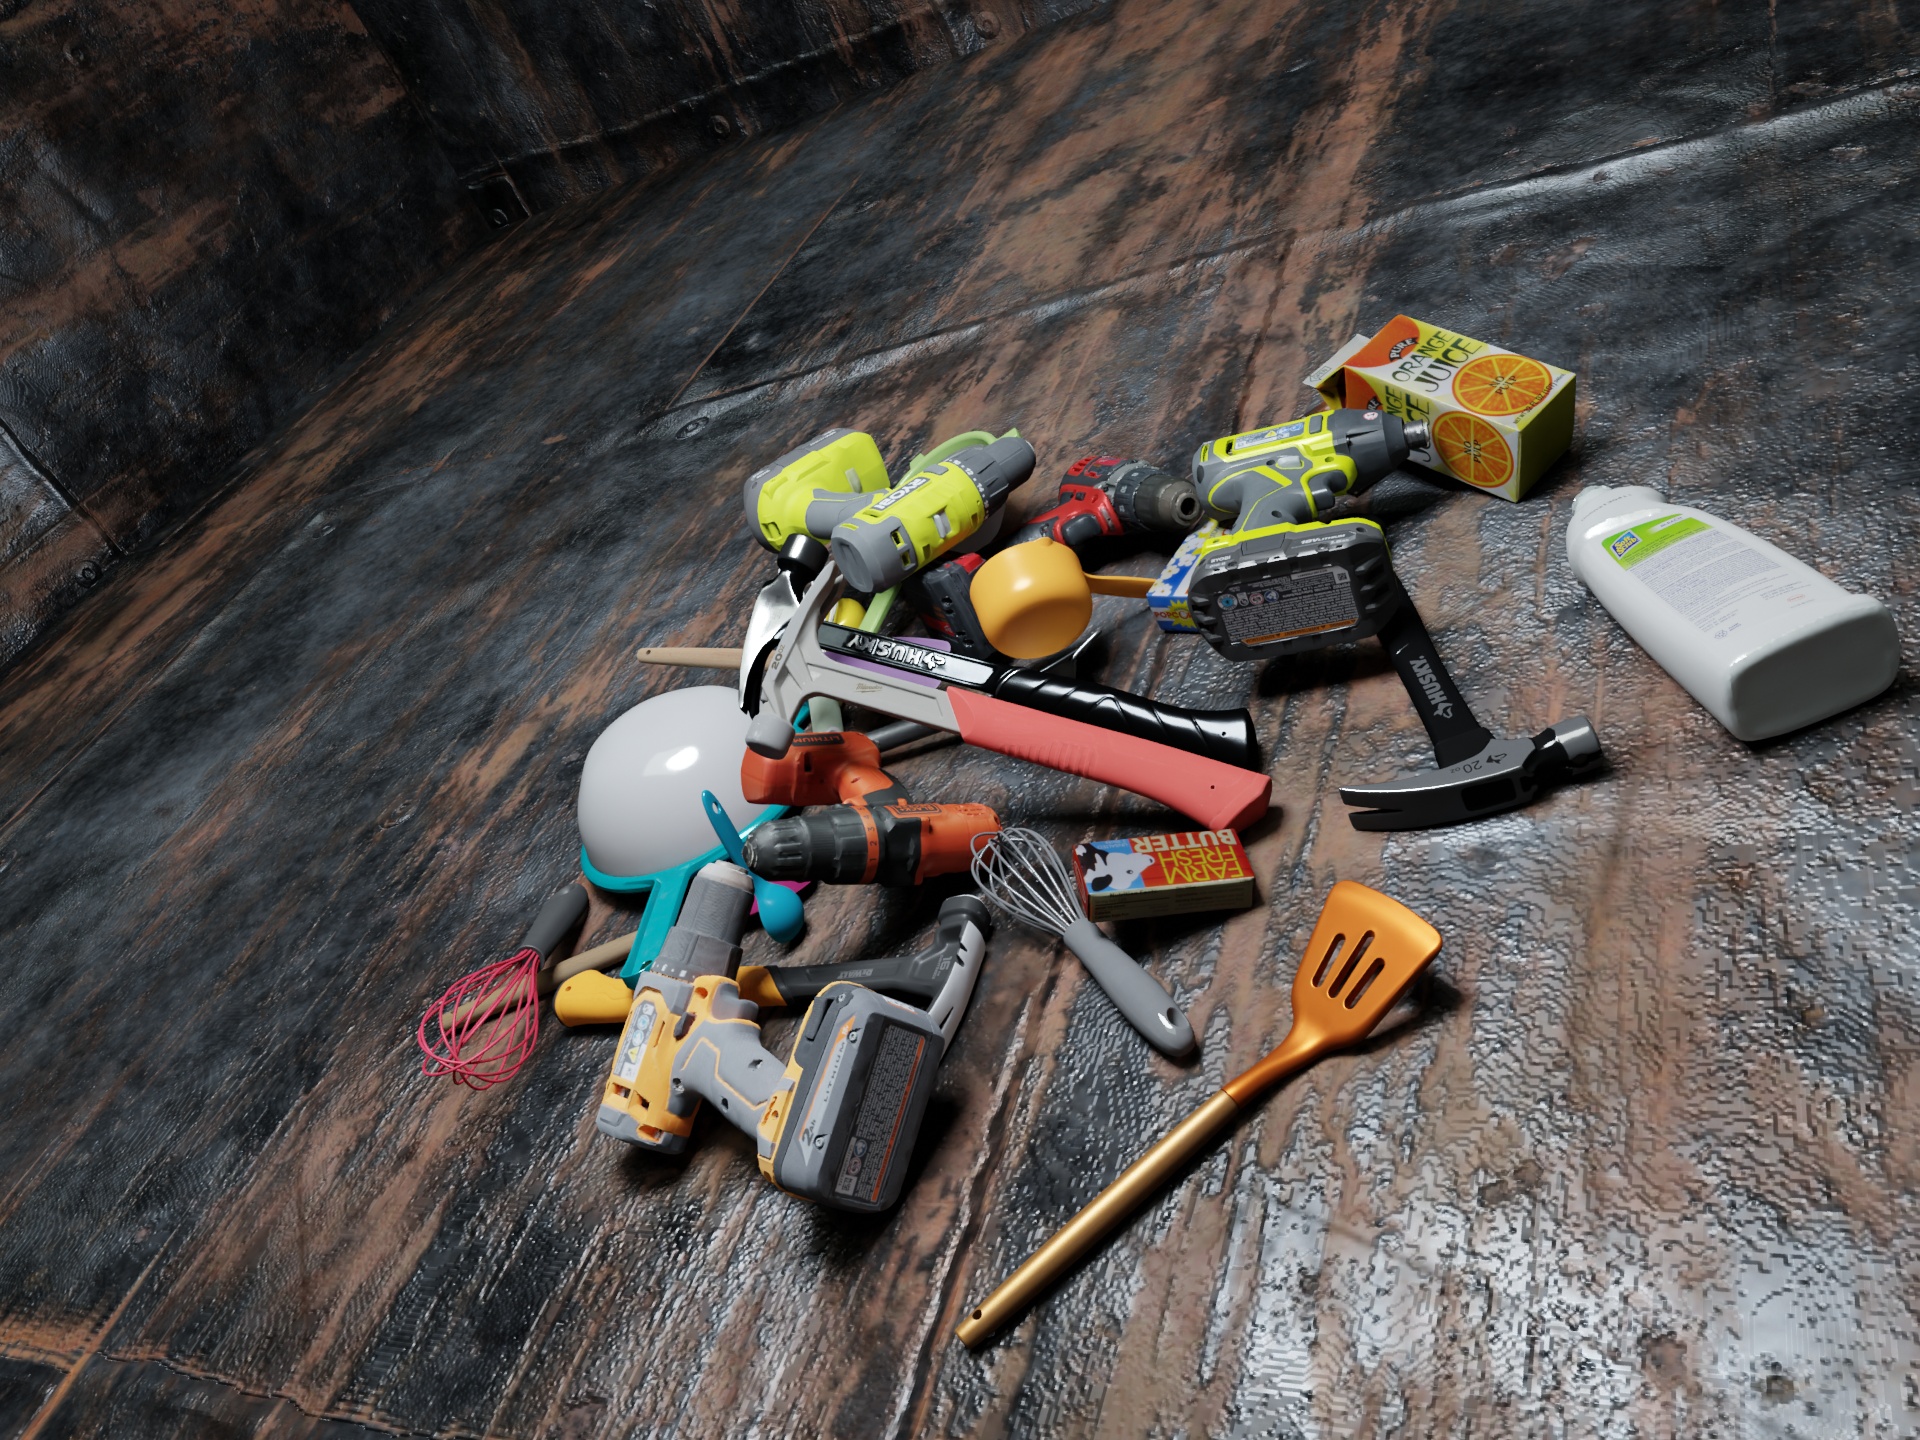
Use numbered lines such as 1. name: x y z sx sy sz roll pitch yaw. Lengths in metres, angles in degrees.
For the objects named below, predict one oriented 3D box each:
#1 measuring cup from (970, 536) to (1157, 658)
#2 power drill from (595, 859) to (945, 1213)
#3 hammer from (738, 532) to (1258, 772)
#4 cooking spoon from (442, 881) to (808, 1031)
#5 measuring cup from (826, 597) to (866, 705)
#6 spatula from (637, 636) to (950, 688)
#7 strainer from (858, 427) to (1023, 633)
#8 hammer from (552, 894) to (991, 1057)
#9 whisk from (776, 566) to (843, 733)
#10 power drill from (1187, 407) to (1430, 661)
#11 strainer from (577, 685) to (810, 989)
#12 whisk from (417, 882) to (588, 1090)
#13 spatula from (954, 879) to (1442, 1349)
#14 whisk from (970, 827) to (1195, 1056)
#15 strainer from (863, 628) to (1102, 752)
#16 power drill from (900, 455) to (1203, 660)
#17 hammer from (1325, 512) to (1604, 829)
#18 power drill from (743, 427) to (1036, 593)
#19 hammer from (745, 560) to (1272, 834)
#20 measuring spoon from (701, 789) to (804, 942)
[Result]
1. measuring cup: 0.095 -0.086 1.210 0.173 0.095 0.052 1 51 -21
2. power drill: -0.118 0.186 0.963 0.226 0.084 0.185 5 72 43
3. hammer: 0.017 -0.027 1.132 0.409 0.036 0.149 16 74 26
4. cooking spoon: -0.250 0.170 1.190 0.319 0.017 0.069 -23 27 8
5. measuring cup: -0.111 -0.058 1.385 0.062 0.029 0.157 -20 32 14
6. spatula: -0.147 -0.047 1.318 0.316 0.018 0.060 4 66 32
7. strainer: -0.026 -0.140 1.412 0.151 0.069 0.256 -4 53 50
8. hammer: -0.144 0.186 1.072 0.337 0.034 0.127 -9 36 28
9. whisk: -0.122 -0.055 1.350 0.059 0.057 0.247 -55 33 35
10. power drill: 0.246 -0.145 1.127 0.171 0.080 0.223 -10 35 23
11. strainer: -0.231 0.067 1.218 0.211 0.095 0.341 -20 27 13
12. whisk: -0.315 0.180 1.141 0.073 0.073 0.296 -24 14 8
13. spatula: 0.120 0.209 0.833 0.322 0.041 0.081 -38 34 -13
14. whisk: 0.072 0.130 0.974 0.055 0.055 0.239 -35 37 -9
15. strainer: -0.002 -0.004 1.215 0.258 0.050 0.087 -20 3 20
16. power drill: 0.077 -0.141 1.295 0.226 0.080 0.188 -33 21 -12
17. hammer: 0.293 -0.048 1.061 0.146 0.035 0.335 -21 33 11
18. power drill: -0.062 -0.189 1.342 0.190 0.080 0.229 -36 31 -24
19. hammer: 0.035 -0.003 1.070 0.359 0.036 0.149 15 70 21
20. measuring spoon: -0.140 0.098 1.101 0.021 0.128 0.042 -18 24 21
